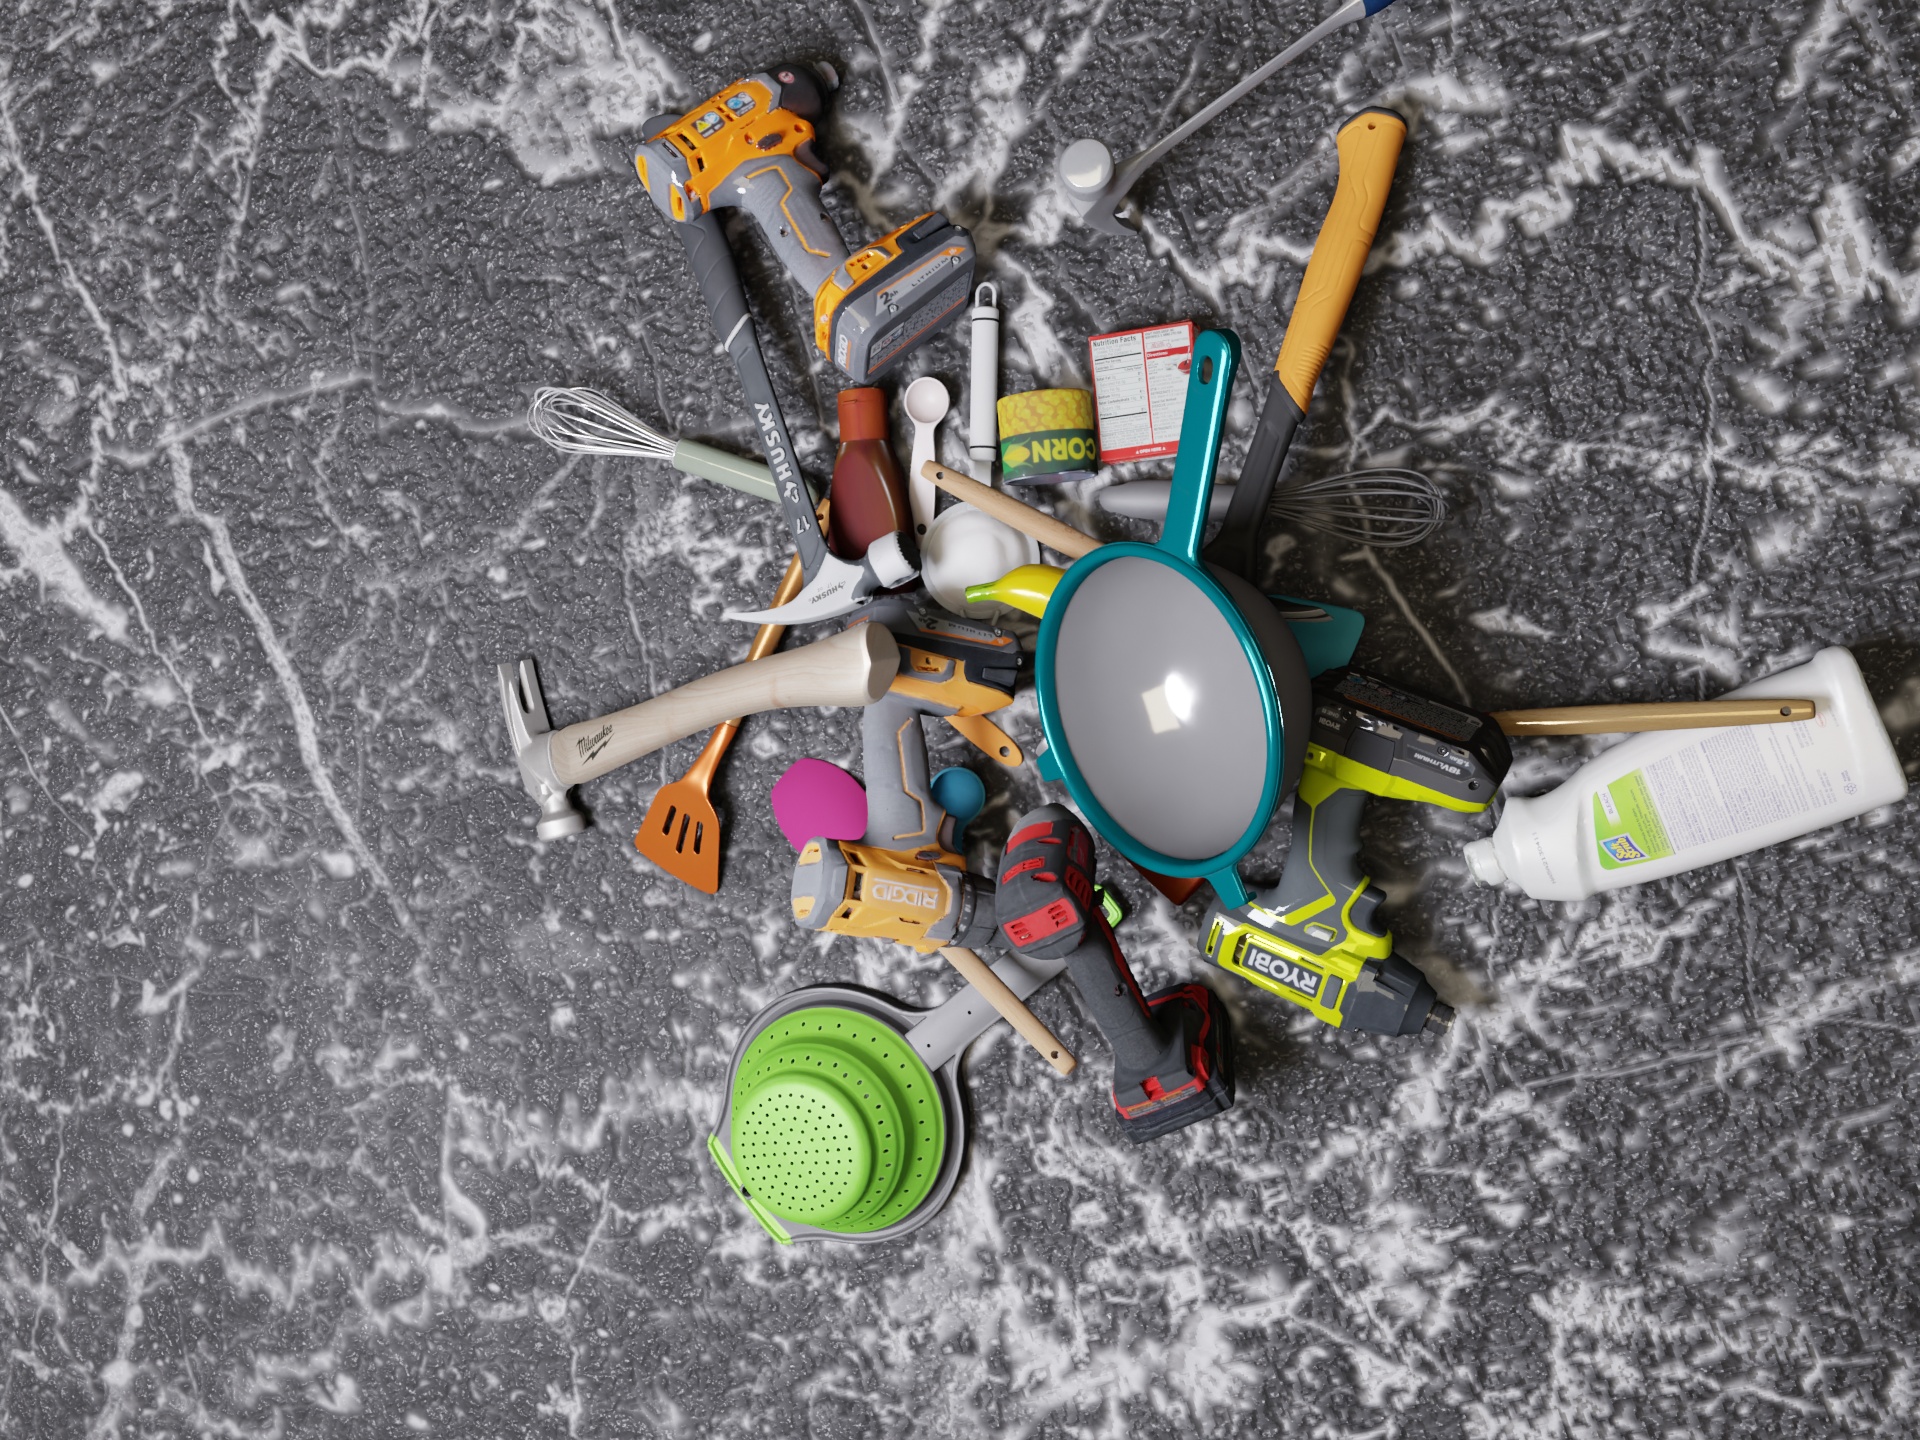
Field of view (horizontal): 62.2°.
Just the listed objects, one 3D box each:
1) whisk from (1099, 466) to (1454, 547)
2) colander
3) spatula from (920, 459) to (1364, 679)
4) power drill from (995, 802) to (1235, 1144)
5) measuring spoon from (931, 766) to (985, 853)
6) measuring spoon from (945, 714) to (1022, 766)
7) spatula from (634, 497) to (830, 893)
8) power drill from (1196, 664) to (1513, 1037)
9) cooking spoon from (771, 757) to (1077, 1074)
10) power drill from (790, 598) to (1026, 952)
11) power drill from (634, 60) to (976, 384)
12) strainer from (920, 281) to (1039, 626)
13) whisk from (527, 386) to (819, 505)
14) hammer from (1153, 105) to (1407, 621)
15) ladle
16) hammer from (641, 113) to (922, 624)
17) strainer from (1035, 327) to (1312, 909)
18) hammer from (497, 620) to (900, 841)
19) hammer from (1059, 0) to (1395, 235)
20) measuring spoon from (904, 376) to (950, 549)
[{"bbox_3d":[0.207,-0.144,1.065,0.239,0.055,0.055,5,97,23],"label":"whisk"},{"bbox_3d":[-0.045,0.254,1.158,0.397,0.094,0.204,-41,81,17],"label":"colander"},{"bbox_3d":[0.114,-0.104,1.084,0.317,0.044,0.082,27,97,3],"label":"spatula"},{"bbox_3d":[0.098,0.158,1.060,0.078,0.143,0.219,-27,109,18],"label":"power drill"},{"bbox_3d":[-0.006,0.096,1.169,0.042,0.021,0.128,8,96,8],"label":"measuring spoon"},{"bbox_3d":[-0.002,-0.004,1.165,0.117,0.011,0.021,38,105,12],"label":"measuring spoon"},{"bbox_3d":[-0.163,-0.020,1.214,0.081,0.041,0.322,28,99,15],"label":"spatula"},{"bbox_3d":[0.263,0.092,1.029,0.171,0.080,0.223,23,117,21],"label":"power drill"},{"bbox_3d":[-0.030,0.138,1.146,0.069,0.017,0.319,-48,65,3],"label":"cooking spoon"},{"bbox_3d":[-0.011,0.047,1.097,0.185,0.084,0.226,14,75,-25],"label":"power drill"},{"bbox_3d":[-0.094,-0.362,1.114,0.164,0.084,0.226,-42,80,-18],"label":"power drill"},{"bbox_3d":[0.014,-0.182,1.131,0.087,0.050,0.258,1,92,5],"label":"strainer"},{"bbox_3d":[-0.219,-0.205,1.206,0.246,0.059,0.057,20,145,12],"label":"whisk"},{"bbox_3d":[0.227,-0.230,1.025,0.127,0.034,0.337,19,91,29],"label":"hammer"},{"bbox_3d":[0.361,0.000,1.004,0.315,0.031,0.069,-3,96,32],"label":"ladle"},{"bbox_3d":[-0.158,-0.260,1.154,0.149,0.036,0.409,-24,78,23],"label":"hammer"},{"bbox_3d":[0.153,-0.071,0.964,0.211,0.095,0.340,35,129,42],"label":"strainer"},{"bbox_3d":[-0.200,-0.015,1.139,0.410,0.038,0.146,-16,90,42],"label":"hammer"},{"bbox_3d":[0.240,-0.443,1.003,0.405,0.144,0.035,-34,86,9],"label":"hammer"},{"bbox_3d":[-0.024,-0.187,1.158,0.034,0.018,0.124,8,104,20],"label":"measuring spoon"}]
